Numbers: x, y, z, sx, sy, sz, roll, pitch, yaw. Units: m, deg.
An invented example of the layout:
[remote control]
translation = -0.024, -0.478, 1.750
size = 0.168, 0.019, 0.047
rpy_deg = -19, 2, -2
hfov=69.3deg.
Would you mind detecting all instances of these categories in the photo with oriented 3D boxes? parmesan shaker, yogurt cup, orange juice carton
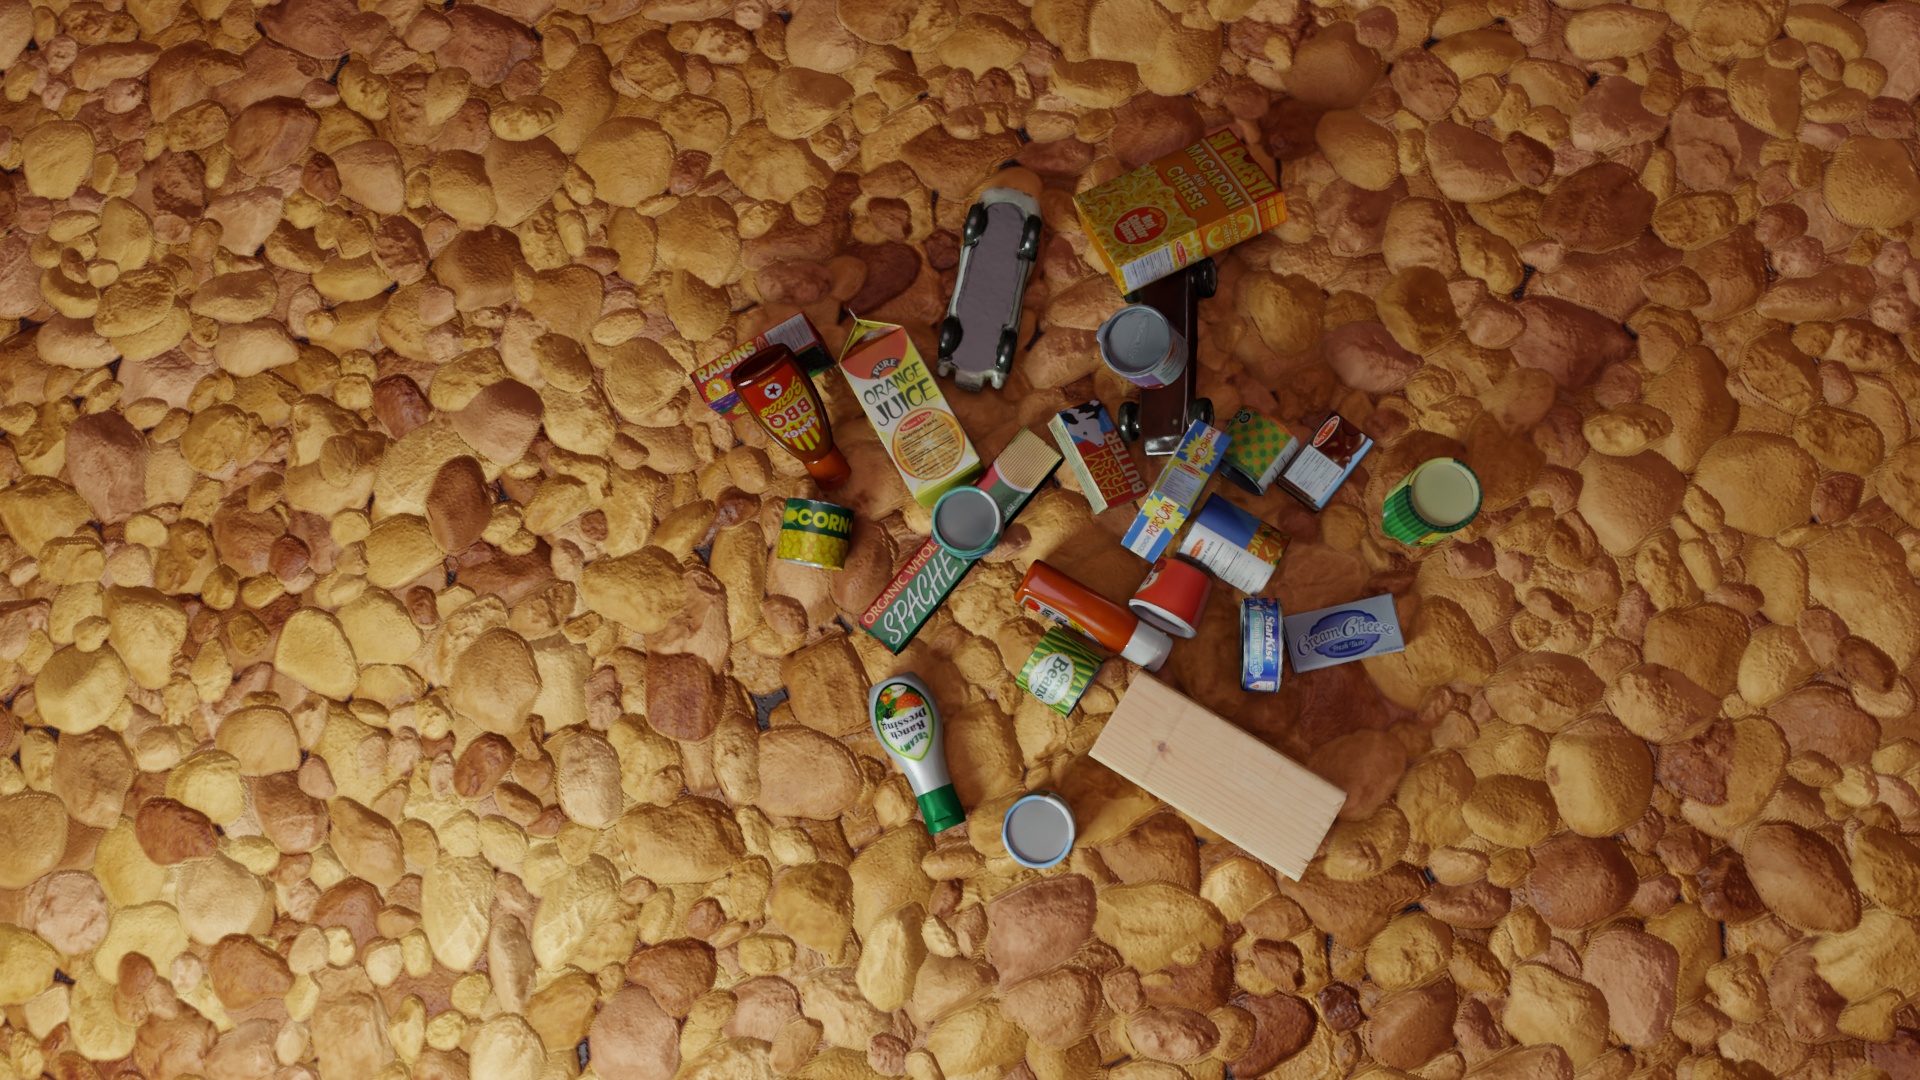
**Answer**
[parmesan shaker]
translation = 0.418, -0.031, 1.239
size = 0.071, 0.103, 0.071
rpy_deg = -1, 83, 6
[yogurt cup]
translation = 0.196, 0.051, 1.274
size = 0.072, 0.072, 0.054
rpy_deg = 27, 78, 9
[orange juice carton]
translation = -0.055, -0.133, 1.322
size = 0.073, 0.071, 0.193
rpy_deg = -30, 80, 2

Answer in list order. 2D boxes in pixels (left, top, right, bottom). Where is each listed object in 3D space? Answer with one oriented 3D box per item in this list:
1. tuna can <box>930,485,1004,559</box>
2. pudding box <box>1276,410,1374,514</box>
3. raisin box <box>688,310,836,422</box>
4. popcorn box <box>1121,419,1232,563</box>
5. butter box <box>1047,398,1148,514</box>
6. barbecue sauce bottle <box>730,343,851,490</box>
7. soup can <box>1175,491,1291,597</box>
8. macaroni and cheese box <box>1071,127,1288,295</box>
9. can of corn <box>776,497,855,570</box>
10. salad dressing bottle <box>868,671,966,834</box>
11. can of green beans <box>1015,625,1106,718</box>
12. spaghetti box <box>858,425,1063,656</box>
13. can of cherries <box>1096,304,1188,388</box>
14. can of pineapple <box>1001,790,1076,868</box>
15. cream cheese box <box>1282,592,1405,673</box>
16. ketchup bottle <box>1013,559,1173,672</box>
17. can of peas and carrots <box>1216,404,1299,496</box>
[tuna can]
translation = 0.005, -0.016, 1.288
size = 0.071, 0.033, 0.071
rpy_deg = -1, 81, 6
[pudding box]
translation = 0.339, -0.072, 1.291
size = 0.050, 0.030, 0.084
rpy_deg = 38, 88, 11
[raisin box]
translation = -0.188, -0.166, 1.335
size = 0.123, 0.086, 0.040
rpy_deg = -29, 82, 2
[popcorn box]
translation = 0.192, -0.042, 1.244
size = 0.038, 0.126, 0.085
rpy_deg = 31, 67, 5
[butter box]
translation = 0.129, -0.079, 1.307
size = 0.053, 0.024, 0.103
rpy_deg = -22, 79, -28
[barbecue sauce bottle]
translation = -0.152, -0.111, 1.301
size = 0.065, 0.148, 0.044
rpy_deg = -30, 36, 2
[soup can]
translation = 0.252, 0.002, 1.274
size = 0.084, 0.071, 0.071
rpy_deg = 30, 87, 9
[macaroni and cheese box]
translation = 0.204, -0.312, 1.305
size = 0.166, 0.040, 0.124
rpy_deg = -24, 47, 3
[can of corn]
translation = -0.137, -0.006, 1.314
size = 0.071, 0.071, 0.058
rpy_deg = 9, 85, 8
[salad dressing bottle]
translation = -0.037, 0.197, 1.288
size = 0.064, 0.044, 0.148
rpy_deg = -23, 81, 2
[can of green beans]
translation = 0.092, 0.120, 1.273
size = 0.058, 0.071, 0.071
rpy_deg = 33, 87, 10
[spaghetti box]
translation = 0.000, 0.001, 1.319
size = 0.050, 0.028, 0.250
rpy_deg = 40, 88, 11
[can of cherries]
translation = 0.166, -0.177, 1.264
size = 0.071, 0.058, 0.071
rpy_deg = -3, 82, 26
[can of pineapple]
translation = 0.070, 0.263, 1.260
size = 0.071, 0.058, 0.071
rpy_deg = -1, 83, 6
[cream cheese box]
translation = 0.349, 0.085, 1.271
size = 0.104, 0.024, 0.053
rpy_deg = -13, 81, 4
[ketchup bottle]
translation = 0.123, 0.070, 1.281
size = 0.149, 0.064, 0.043
rpy_deg = 29, 80, 1
[can of peas and carrots]
translation = 0.267, -0.085, 1.282
size = 0.071, 0.071, 0.059
rpy_deg = 37, 87, 10
